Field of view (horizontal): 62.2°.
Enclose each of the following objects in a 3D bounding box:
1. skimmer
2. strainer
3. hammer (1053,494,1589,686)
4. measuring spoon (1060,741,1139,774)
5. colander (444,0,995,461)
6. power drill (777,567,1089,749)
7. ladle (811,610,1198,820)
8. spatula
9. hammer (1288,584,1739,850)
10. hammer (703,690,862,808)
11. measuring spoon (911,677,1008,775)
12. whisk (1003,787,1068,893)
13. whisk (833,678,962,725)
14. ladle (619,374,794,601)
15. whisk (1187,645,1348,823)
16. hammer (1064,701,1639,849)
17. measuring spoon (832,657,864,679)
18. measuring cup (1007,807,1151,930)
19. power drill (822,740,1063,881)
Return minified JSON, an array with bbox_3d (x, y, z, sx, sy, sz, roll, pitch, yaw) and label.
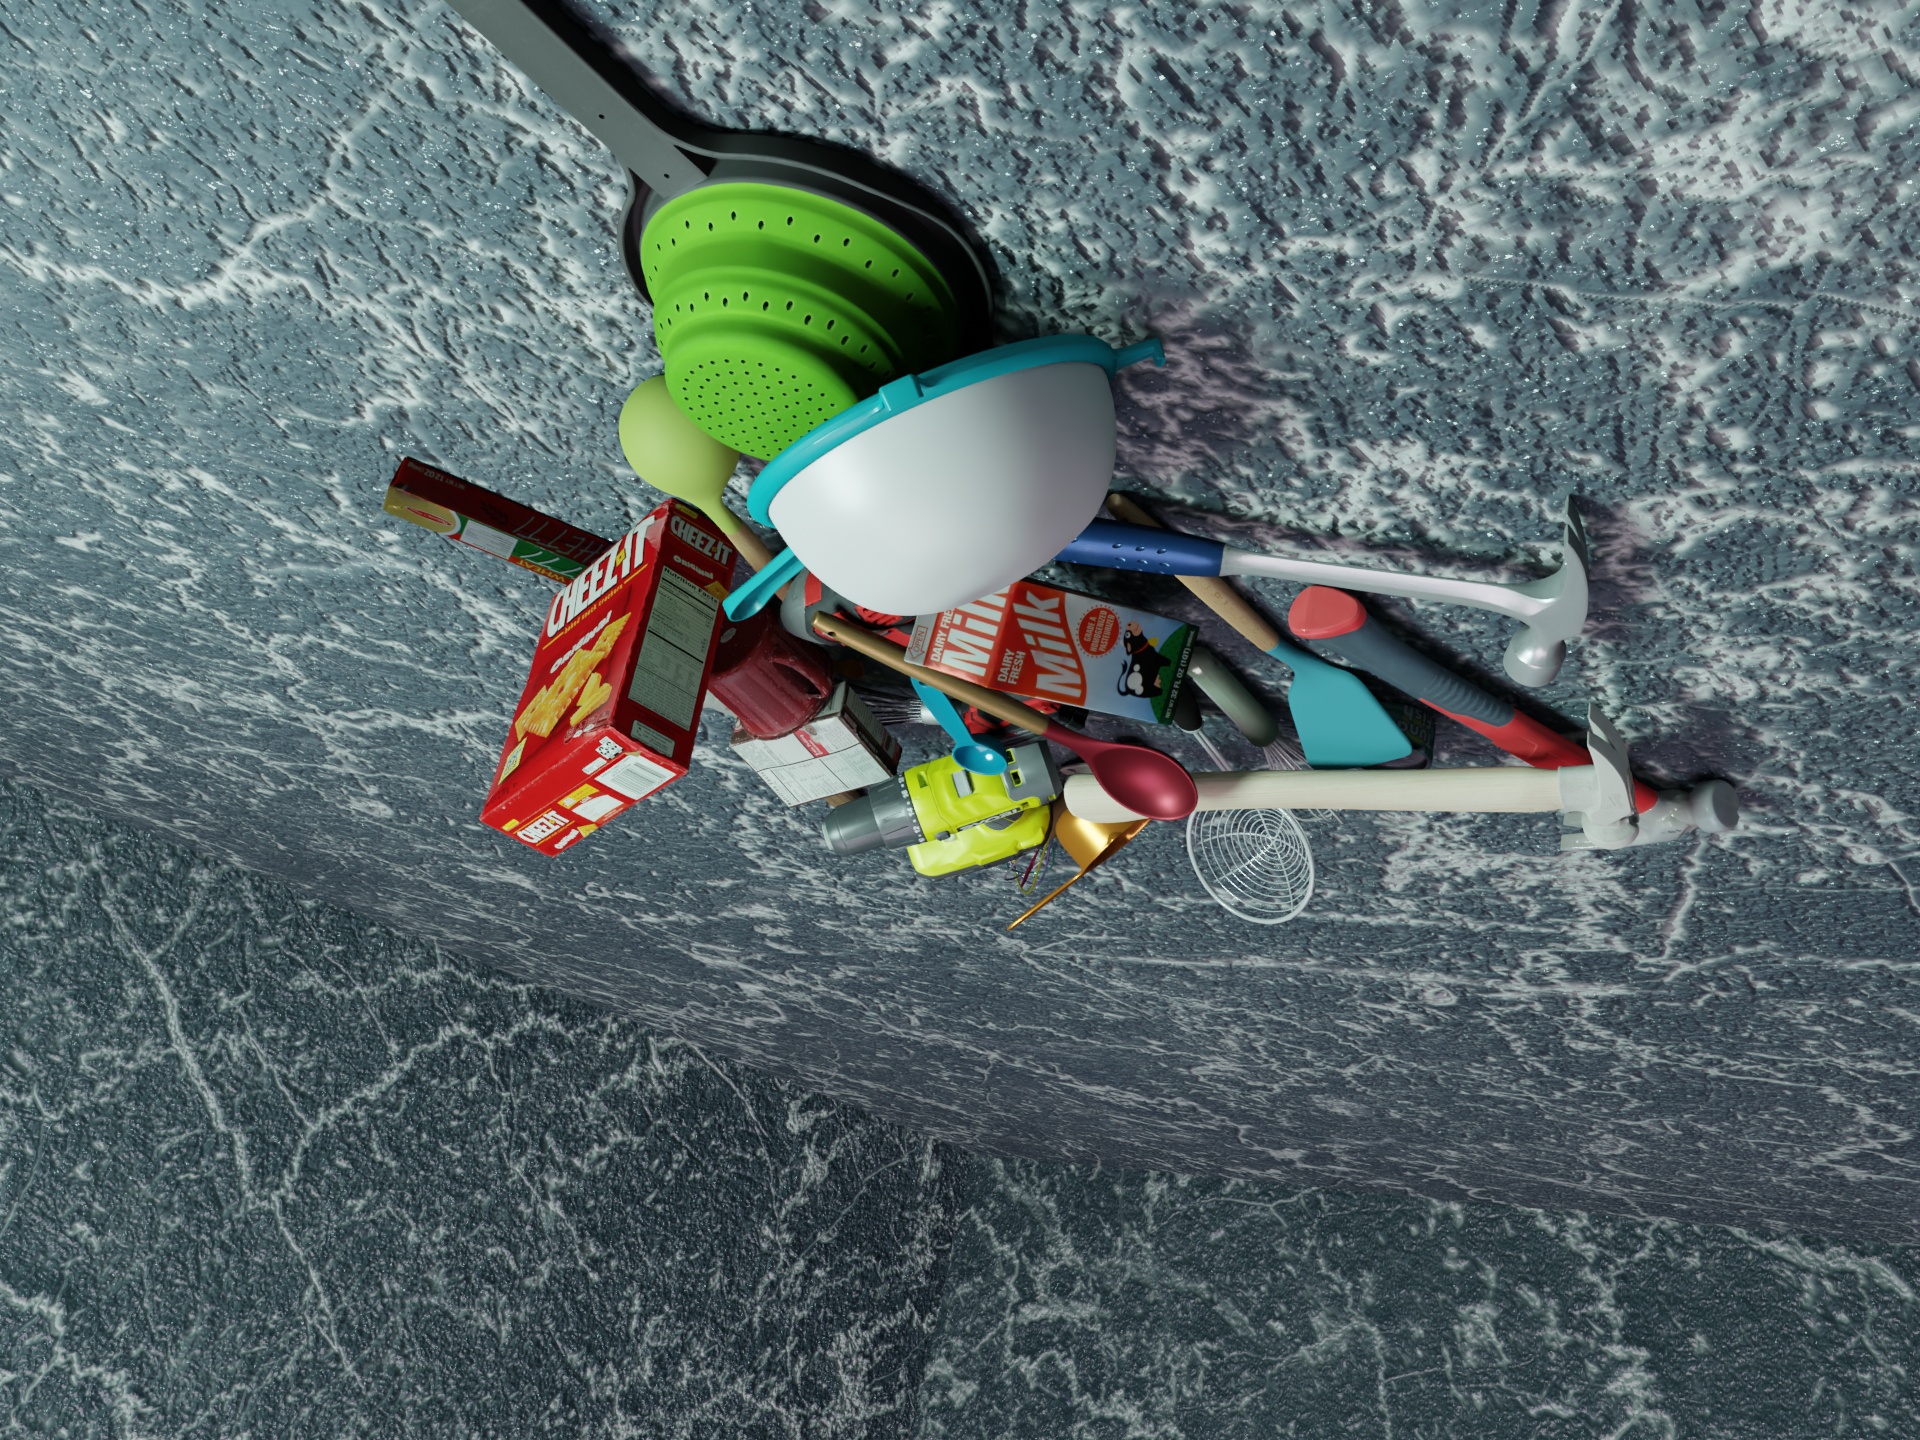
[{"bbox_3d":[0.192,0.054,1.269,0.127,0.090,0.362,20,164,37],"label":"skimmer"},{"bbox_3d":[-0.035,-0.093,0.892,0.211,0.095,0.340,-19,173,-40],"label":"strainer"},{"bbox_3d":[0.169,-0.100,0.958,0.405,0.035,0.144,9,149,9],"label":"hammer"},{"bbox_3d":[0.122,0.033,1.371,0.034,0.018,0.124,23,163,-23],"label":"measuring spoon"},{"bbox_3d":[-0.140,-0.235,0.782,0.204,0.095,0.396,-6,150,40],"label":"colander"},{"bbox_3d":[-0.020,-0.056,1.135,0.219,0.079,0.143,26,153,-34],"label":"power drill"},{"bbox_3d":[0.035,-0.005,1.100,0.315,0.031,0.069,25,140,-23],"label":"ladle"},{"bbox_3d":[0.195,-0.057,1.072,0.082,0.044,0.317,-14,144,41],"label":"spatula"},{"bbox_3d":[0.369,0.006,1.123,0.386,0.038,0.143,25,157,-25],"label":"hammer"},{"bbox_3d":[-0.140,0.045,1.526,0.130,0.031,0.331,4,156,25],"label":"hammer"},{"bbox_3d":[-0.002,-0.004,1.143,0.042,0.021,0.128,-3,143,29],"label":"measuring spoon"},{"bbox_3d":[0.084,0.115,1.545,0.051,0.047,0.244,17,154,-4],"label":"whisk"},{"bbox_3d":[-0.054,-0.008,1.322,0.284,0.070,0.070,2,155,17],"label":"whisk"},{"bbox_3d":[-0.147,-0.136,1.107,0.078,0.062,0.320,4,162,15],"label":"ladle"},{"bbox_3d":[0.235,0.014,1.215,0.059,0.058,0.246,-35,132,17],"label":"whisk"},{"bbox_3d":[0.264,0.045,1.152,0.411,0.038,0.146,-2,148,28],"label":"hammer"},{"bbox_3d":[-0.132,-0.051,1.323,0.117,0.011,0.021,9,130,19],"label":"measuring spoon"},{"bbox_3d":[0.094,0.113,1.397,0.052,0.173,0.095,51,-172,13],"label":"measuring cup"},{"bbox_3d":[-0.008,0.078,1.340,0.190,0.080,0.228,-19,167,2],"label":"power drill"}]
